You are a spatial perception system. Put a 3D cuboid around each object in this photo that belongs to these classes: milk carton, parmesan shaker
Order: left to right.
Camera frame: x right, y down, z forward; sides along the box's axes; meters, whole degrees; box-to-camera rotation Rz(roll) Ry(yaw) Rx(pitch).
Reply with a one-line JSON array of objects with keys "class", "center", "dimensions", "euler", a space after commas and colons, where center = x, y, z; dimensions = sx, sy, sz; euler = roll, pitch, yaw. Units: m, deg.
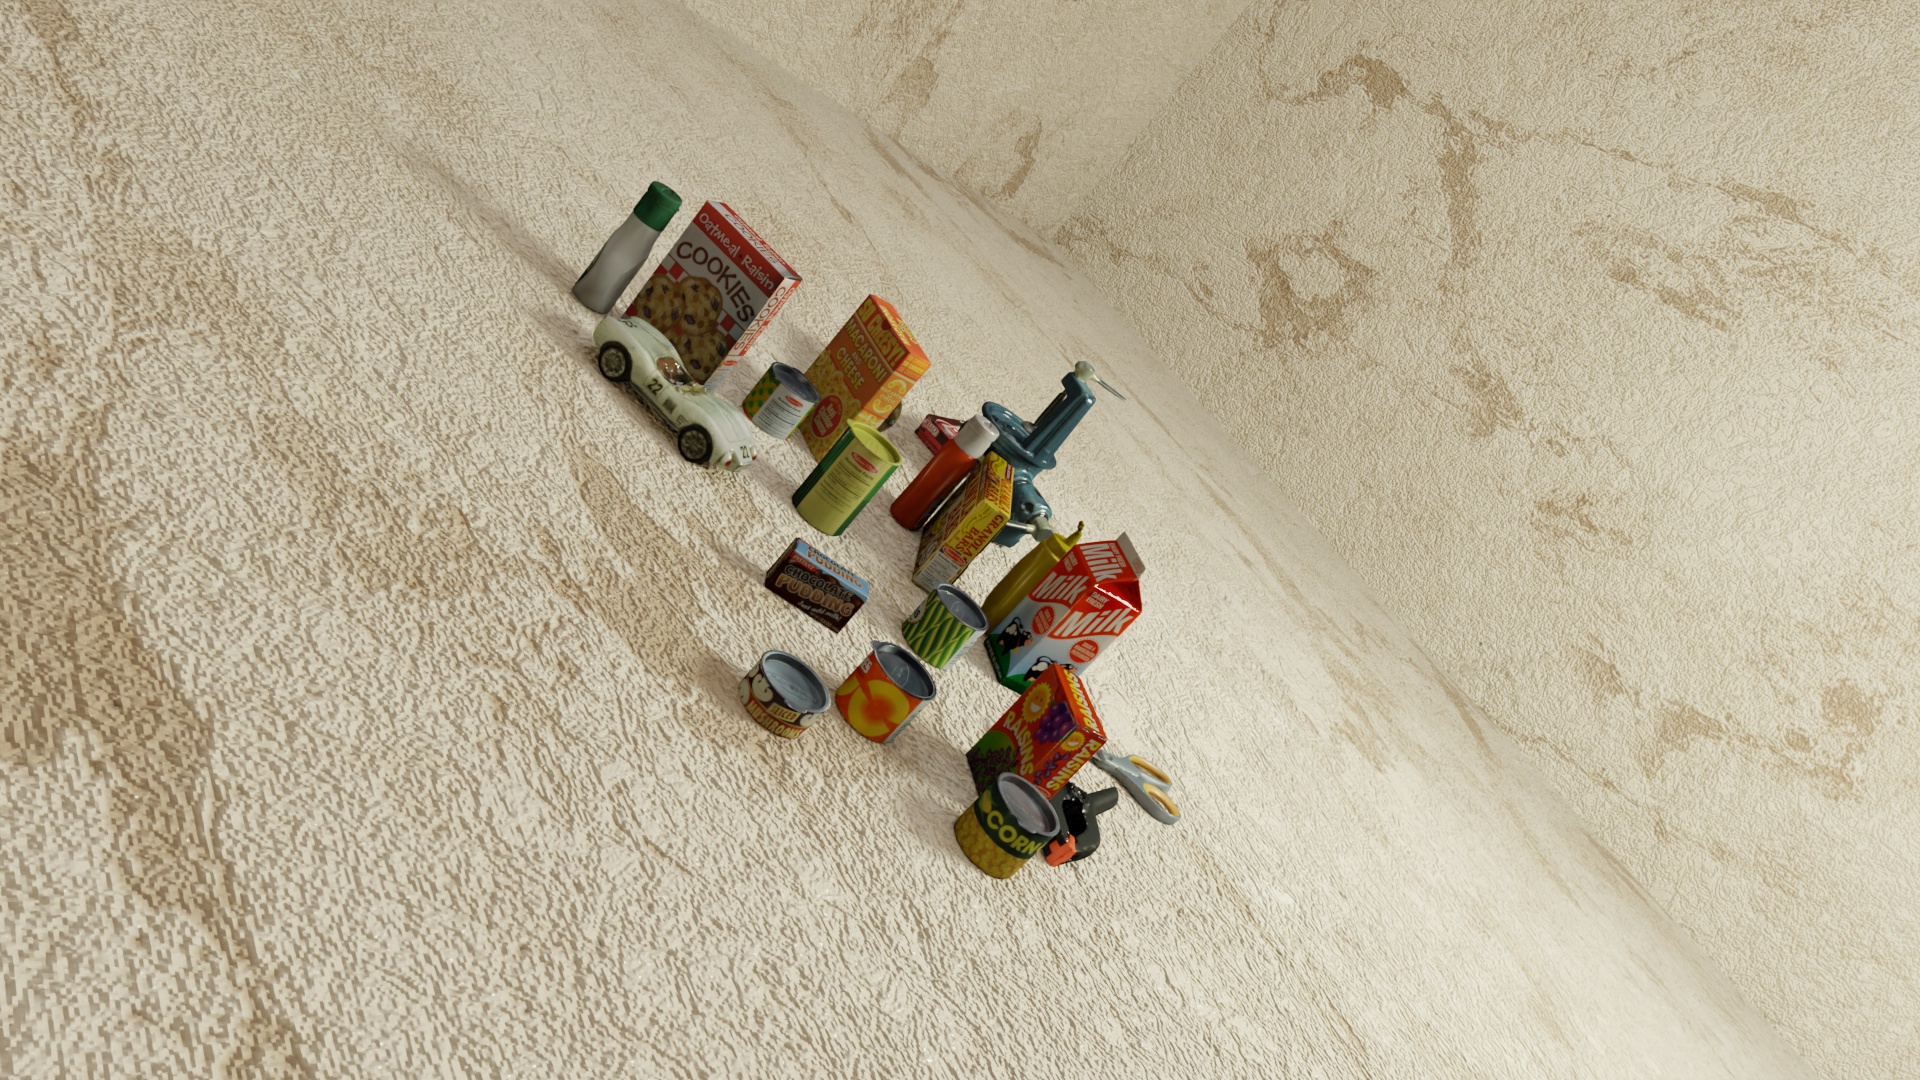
[{"class": "parmesan shaker", "center": [-0.119, -0.064, 1.418], "dimensions": [0.071, 0.102, 0.071], "euler": [37, 19, -15]}, {"class": "milk carton", "center": [0.117, 0.076, 1.433], "dimensions": [0.073, 0.190, 0.072], "euler": [30, 22, -31]}]

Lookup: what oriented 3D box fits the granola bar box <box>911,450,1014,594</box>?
[{"class": "granola bar box", "center": [0.005, -0.019, 1.527], "dimensions": [0.039, 0.124, 0.166], "euler": [38, 19, -11]}]

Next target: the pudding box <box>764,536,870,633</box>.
[{"class": "pudding box", "center": [-0.128, 0.040, 1.253], "dimensions": [0.083, 0.049, 0.030], "euler": [35, 20, -18]}]

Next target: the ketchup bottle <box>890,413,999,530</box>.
[{"class": "ketchup bottle", "center": [-0.017, -0.078, 1.574], "dimensions": [0.043, 0.148, 0.065], "euler": [42, 18, 1]}]

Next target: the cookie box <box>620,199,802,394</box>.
[{"class": "cookie box", "center": [-0.262, -0.251, 1.449], "dimensions": [0.123, 0.167, 0.040], "euler": [45, 19, 11]}]

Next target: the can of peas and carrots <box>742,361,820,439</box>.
[{"class": "can of peas and carrots", "center": [-0.198, -0.155, 1.530], "dimensions": [0.071, 0.058, 0.071], "euler": [36, 19, -15]}]

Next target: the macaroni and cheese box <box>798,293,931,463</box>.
[{"class": "macaroni and cheese box", "center": [-0.119, -0.179, 1.569], "dimensions": [0.040, 0.166, 0.124], "euler": [23, 26, -44]}]

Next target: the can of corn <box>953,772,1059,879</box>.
[{"class": "can of corn", "center": [0.037, 0.235, 1.135], "dimensions": [0.071, 0.058, 0.071], "euler": [36, 19, -15]}]

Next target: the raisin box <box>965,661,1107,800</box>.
[{"class": "raisin box", "center": [0.064, 0.179, 1.208], "dimensions": [0.040, 0.123, 0.086], "euler": [31, 21, -29]}]

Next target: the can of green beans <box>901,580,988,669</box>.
[{"class": "can of green beans", "center": [-0.016, 0.084, 1.363], "dimensions": [0.071, 0.057, 0.071], "euler": [36, 19, -15]}]

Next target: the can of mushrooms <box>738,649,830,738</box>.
[{"class": "can of mushrooms", "center": [-0.137, 0.121, 1.083], "dimensions": [0.071, 0.033, 0.071], "euler": [36, 19, -15]}]

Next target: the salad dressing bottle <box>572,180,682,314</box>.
[{"class": "salad dressing bottle", "center": [-0.343, -0.303, 1.436], "dimensions": [0.044, 0.147, 0.064], "euler": [39, 19, -8]}]

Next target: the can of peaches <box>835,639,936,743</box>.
[{"class": "can of peaches", "center": [-0.065, 0.127, 1.172], "dimensions": [0.071, 0.058, 0.071], "euler": [36, 19, -15]}]

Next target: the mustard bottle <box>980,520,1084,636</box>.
[{"class": "mustard bottle", "center": [0.083, 0.040, 1.491], "dimensions": [0.049, 0.159, 0.065], "euler": [37, 19, -15]}]
